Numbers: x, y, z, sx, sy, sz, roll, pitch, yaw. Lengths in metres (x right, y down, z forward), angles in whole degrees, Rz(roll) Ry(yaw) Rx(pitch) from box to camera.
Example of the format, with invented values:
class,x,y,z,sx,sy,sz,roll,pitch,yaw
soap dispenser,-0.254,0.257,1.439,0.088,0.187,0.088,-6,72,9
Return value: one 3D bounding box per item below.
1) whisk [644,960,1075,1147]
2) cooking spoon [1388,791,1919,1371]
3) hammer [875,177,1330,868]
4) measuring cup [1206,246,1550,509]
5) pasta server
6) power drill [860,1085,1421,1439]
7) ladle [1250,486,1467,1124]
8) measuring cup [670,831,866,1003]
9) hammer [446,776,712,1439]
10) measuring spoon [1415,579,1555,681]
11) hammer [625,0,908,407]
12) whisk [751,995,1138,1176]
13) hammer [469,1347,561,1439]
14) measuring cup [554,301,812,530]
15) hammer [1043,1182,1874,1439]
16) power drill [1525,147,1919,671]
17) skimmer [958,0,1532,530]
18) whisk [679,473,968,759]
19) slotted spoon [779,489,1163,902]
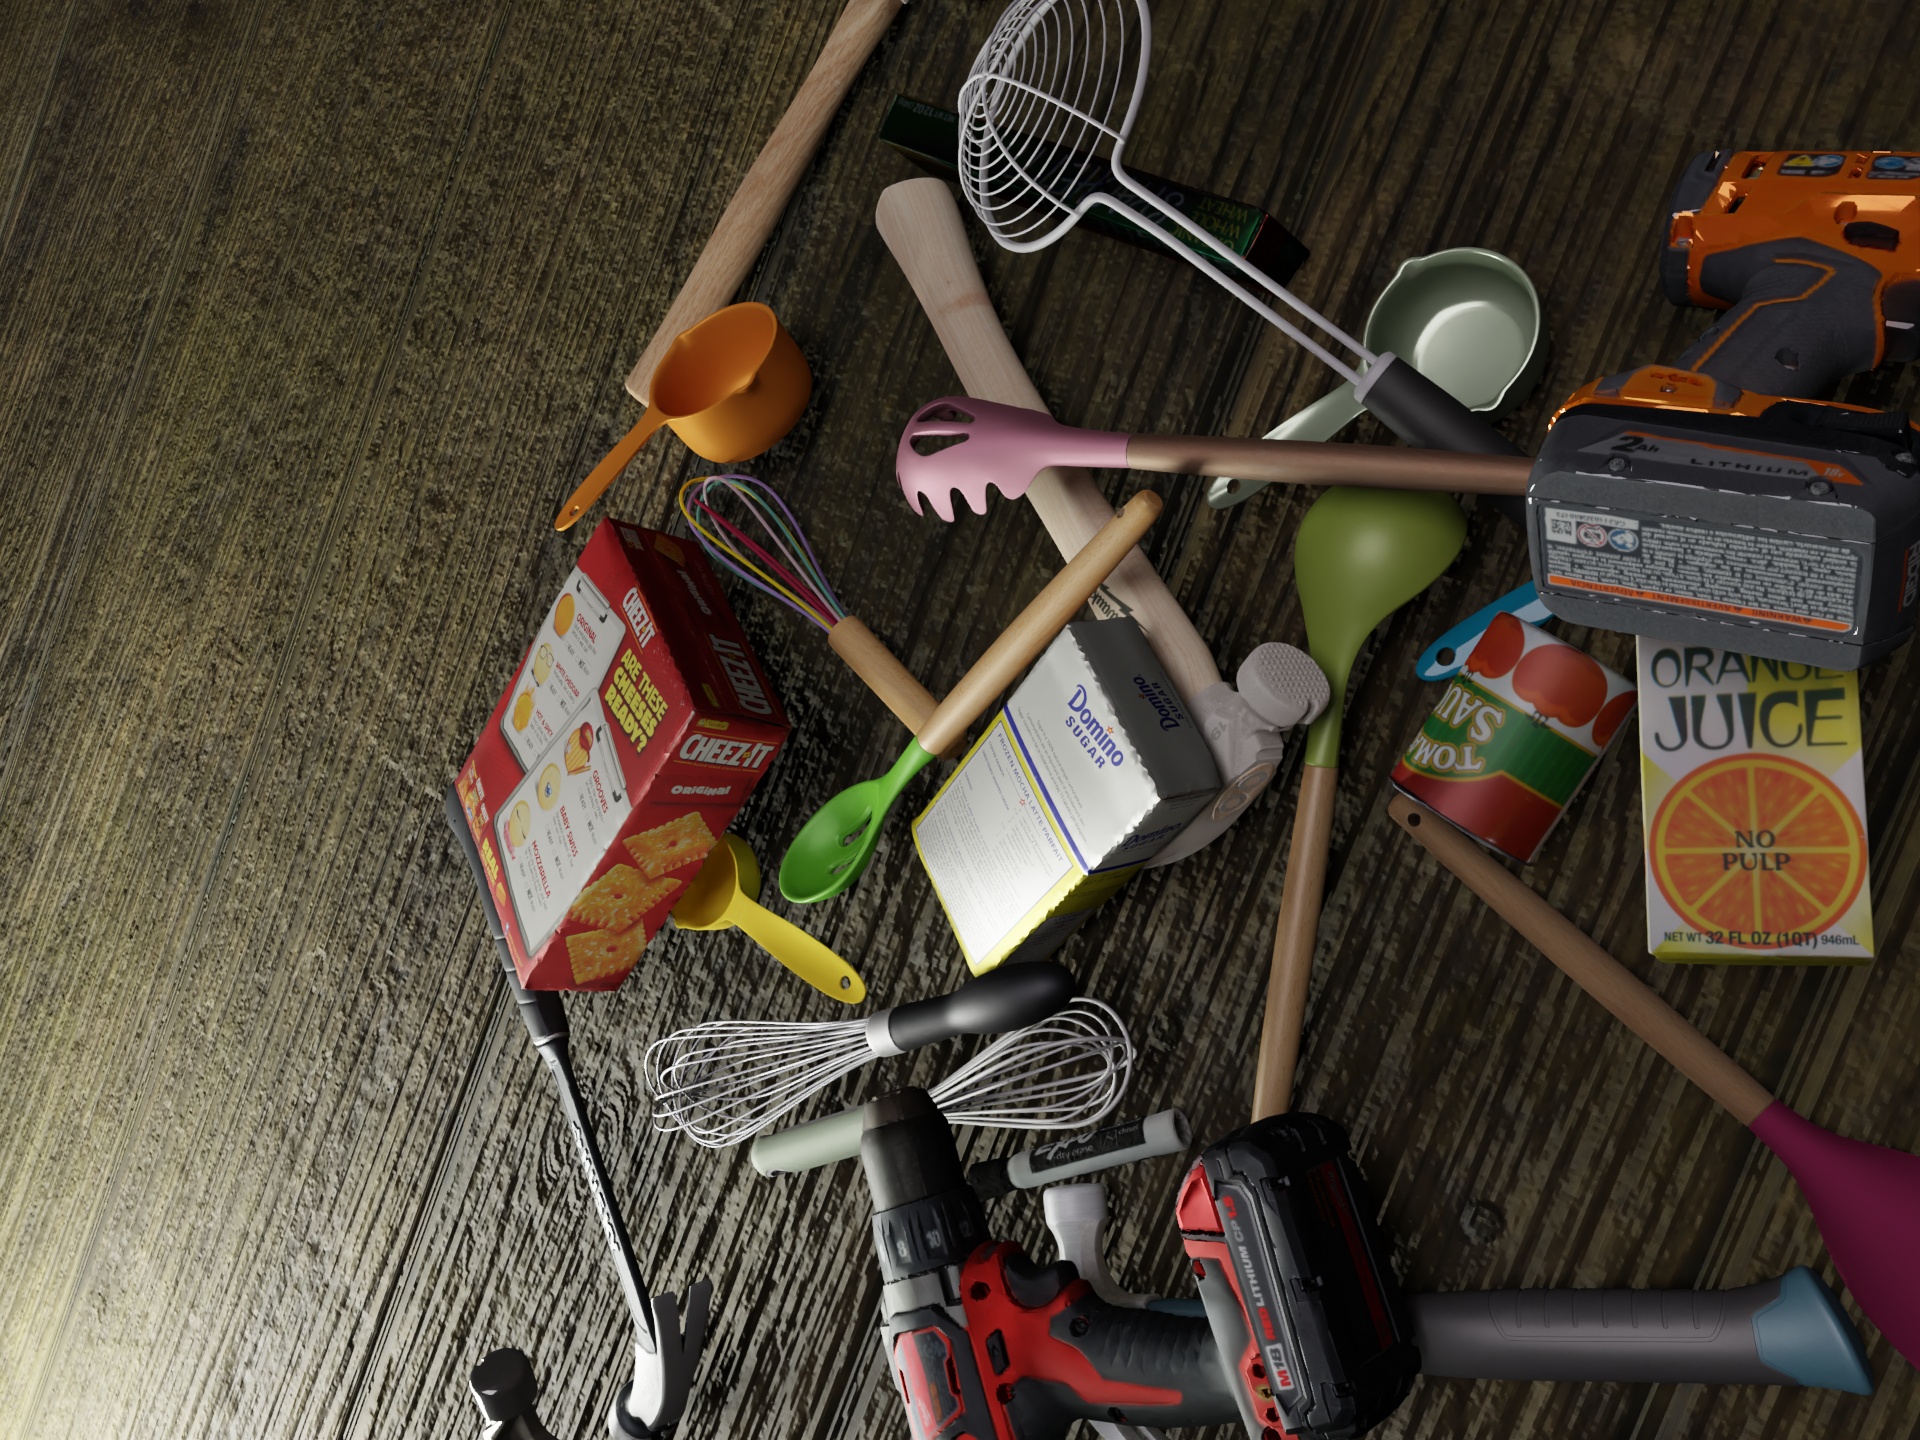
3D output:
class,x,y,z,sx,sy,sz,roll,pitch,yaw
whisk,-0.059,0.162,0.797,0.284,0.070,0.070,-23,69,35
cooking spoon,0.286,0.132,0.612,0.319,0.017,0.068,45,111,31
hammer,0.039,-0.121,0.798,0.146,0.038,0.411,-57,48,42
measuring cup,0.186,-0.142,0.717,0.167,0.038,0.083,-34,65,27
pasta server,0.102,-0.111,0.687,0.316,0.040,0.060,9,73,29
power drill,0.056,0.228,0.673,0.226,0.080,0.188,-26,71,31
ladle,0.164,0.047,0.701,0.078,0.062,0.320,13,97,56
measuring cup,-0.102,0.111,0.872,0.157,0.029,0.062,30,99,31
hammer,-0.230,0.196,0.914,0.409,0.036,0.149,61,144,30
measuring spoon,0.246,-0.055,0.669,0.128,0.021,0.042,-35,64,22
hammer,-0.108,-0.333,0.950,0.130,0.031,0.331,42,105,31
whisk,-0.015,0.191,0.788,0.246,0.057,0.059,-25,64,33
hammer,-0.084,0.408,0.782,0.359,0.037,0.149,3,119,27
measuring cup,-0.157,-0.160,0.912,0.173,0.052,0.095,-47,44,-3
hammer,0.183,0.250,0.652,0.331,0.033,0.128,-13,74,31
power drill,0.309,-0.123,0.554,0.164,0.084,0.226,15,54,35
skimmer,0.140,-0.191,0.693,0.363,0.090,0.127,40,124,10
whisk,-0.081,-0.061,0.878,0.245,0.047,0.051,46,106,27
slotted spoon,-0.001,-0.002,0.772,0.313,0.031,0.070,-47,26,38
